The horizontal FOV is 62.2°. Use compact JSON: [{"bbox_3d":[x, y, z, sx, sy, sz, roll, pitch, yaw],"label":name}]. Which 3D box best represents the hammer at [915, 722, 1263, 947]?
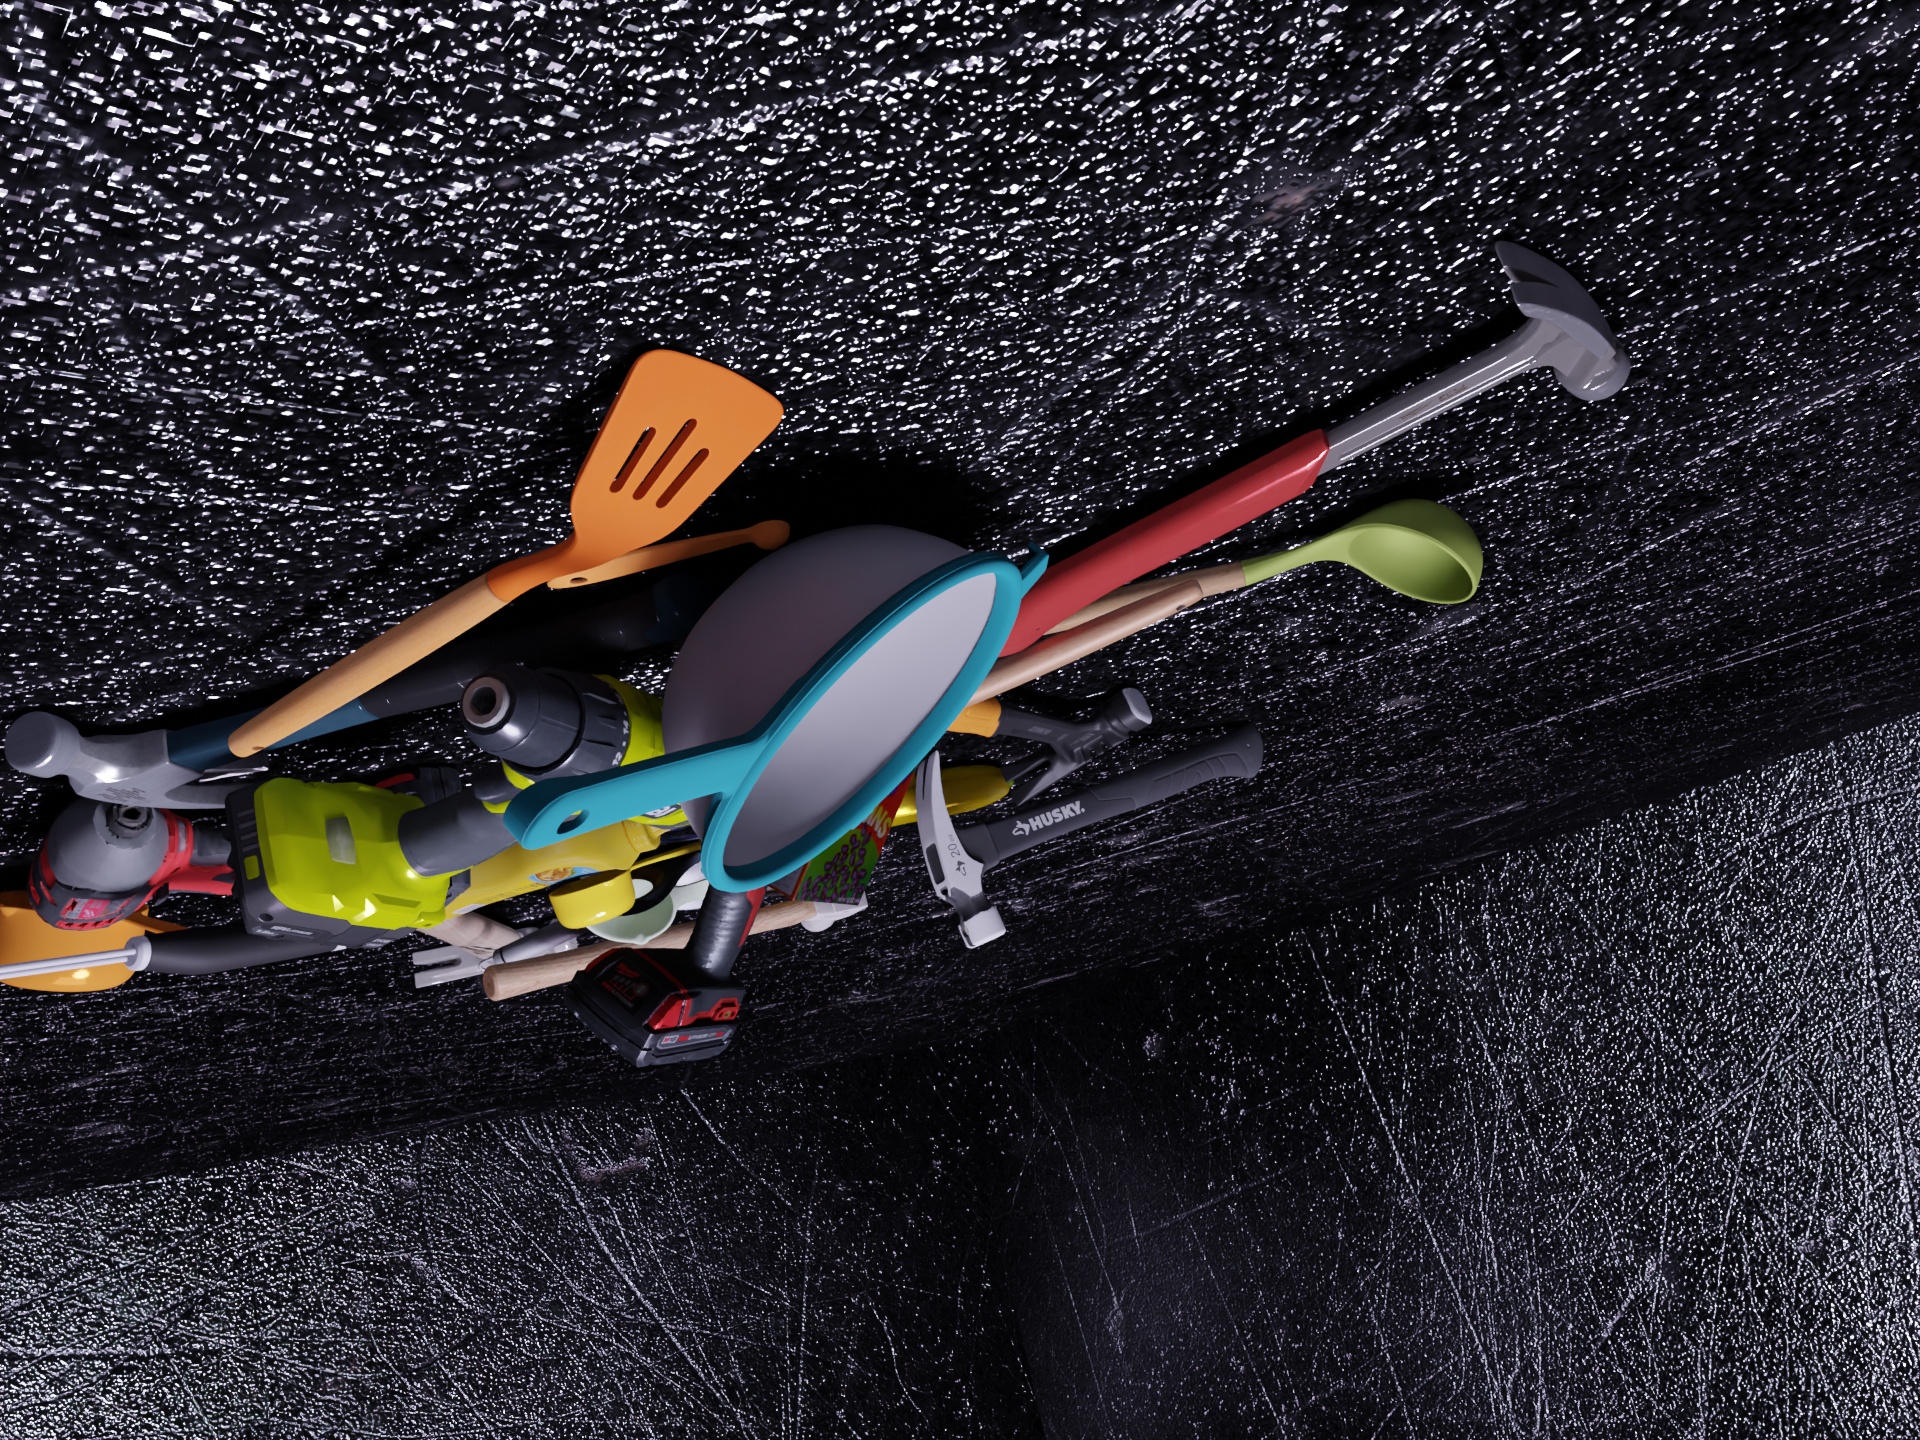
[{"bbox_3d":[0.113,0.058,1.271,0.334,0.146,0.035,-18,169,-31],"label":"hammer"}]

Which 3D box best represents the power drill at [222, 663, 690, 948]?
[{"bbox_3d":[-0.251,0.039,0.803,0.228,0.080,0.190,-22,162,14],"label":"power drill"}]

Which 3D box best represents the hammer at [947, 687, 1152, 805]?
[{"bbox_3d":[0.002,-0.002,1.057,0.127,0.034,0.336,-33,156,24],"label":"hammer"}]

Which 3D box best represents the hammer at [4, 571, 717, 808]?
[{"bbox_3d":[-0.281,-0.015,0.790,0.331,0.033,0.128,-16,163,5],"label":"hammer"}]

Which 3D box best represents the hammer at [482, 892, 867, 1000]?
[{"bbox_3d":[-0.225,0.179,1.312,0.331,0.031,0.130,-10,167,-33],"label":"hammer"}]

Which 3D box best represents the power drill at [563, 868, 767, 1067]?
[{"bbox_3d":[-0.177,0.117,1.075,0.226,0.080,0.187,-61,155,7],"label":"power drill"}]

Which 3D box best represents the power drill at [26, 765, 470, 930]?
[{"bbox_3d":[-0.408,0.076,0.923,0.219,0.079,0.143,3,157,-38],"label":"power drill"}]

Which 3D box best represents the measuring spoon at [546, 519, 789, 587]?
[{"bbox_3d":[-0.136,-0.075,0.747,0.117,0.011,0.021,-13,164,-2],"label":"measuring spoon"}]

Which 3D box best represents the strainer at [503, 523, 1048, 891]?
[{"bbox_3d":[-0.102,-0.013,0.718,0.211,0.095,0.340,-54,163,24],"label":"strainer"}]

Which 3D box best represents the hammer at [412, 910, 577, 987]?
[{"bbox_3d":[-0.424,0.157,1.255,0.146,0.038,0.410,-12,164,-3],"label":"hammer"}]

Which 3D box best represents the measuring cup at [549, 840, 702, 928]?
[{"bbox_3d":[-0.218,0.112,1.132,0.156,0.029,0.062,-18,-175,-42],"label":"measuring cup"}]

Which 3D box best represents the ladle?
[{"bbox_3d":[0.142,-0.069,0.930,0.320,0.062,0.078,-13,157,5],"label":"ladle"}]

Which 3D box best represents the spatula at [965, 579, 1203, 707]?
[{"bbox_3d":[-0.001,-0.003,0.933,0.317,0.044,0.082,-24,157,14],"label":"spatula"}]

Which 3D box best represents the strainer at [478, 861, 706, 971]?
[{"bbox_3d":[-0.281,0.148,1.282,0.258,0.050,0.086,-25,139,10],"label":"strainer"}]

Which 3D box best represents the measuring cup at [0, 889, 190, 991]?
[{"bbox_3d":[-0.513,0.143,0.967,0.174,0.052,0.095,10,180,19],"label":"measuring cup"}]

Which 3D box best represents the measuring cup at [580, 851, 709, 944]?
[{"bbox_3d":[-0.212,0.121,1.222,0.167,0.038,0.083,-13,127,3],"label":"measuring cup"}]

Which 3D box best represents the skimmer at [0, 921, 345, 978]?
[{"bbox_3d":[-0.479,0.096,0.798,0.127,0.090,0.363,-24,166,35],"label":"skimmer"}]

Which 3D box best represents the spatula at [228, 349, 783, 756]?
[{"bbox_3d":[-0.212,-0.056,0.675,0.322,0.041,0.081,-25,161,28],"label":"spatula"}]

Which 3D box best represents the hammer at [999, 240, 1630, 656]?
[{"bbox_3d":[0.142,-0.117,0.798,0.359,0.037,0.149,-25,161,33],"label":"hammer"}]

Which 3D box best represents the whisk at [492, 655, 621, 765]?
[{"bbox_3d":[-0.235,0.015,0.918,0.055,0.055,0.239,-4,157,-31],"label":"whisk"}]
